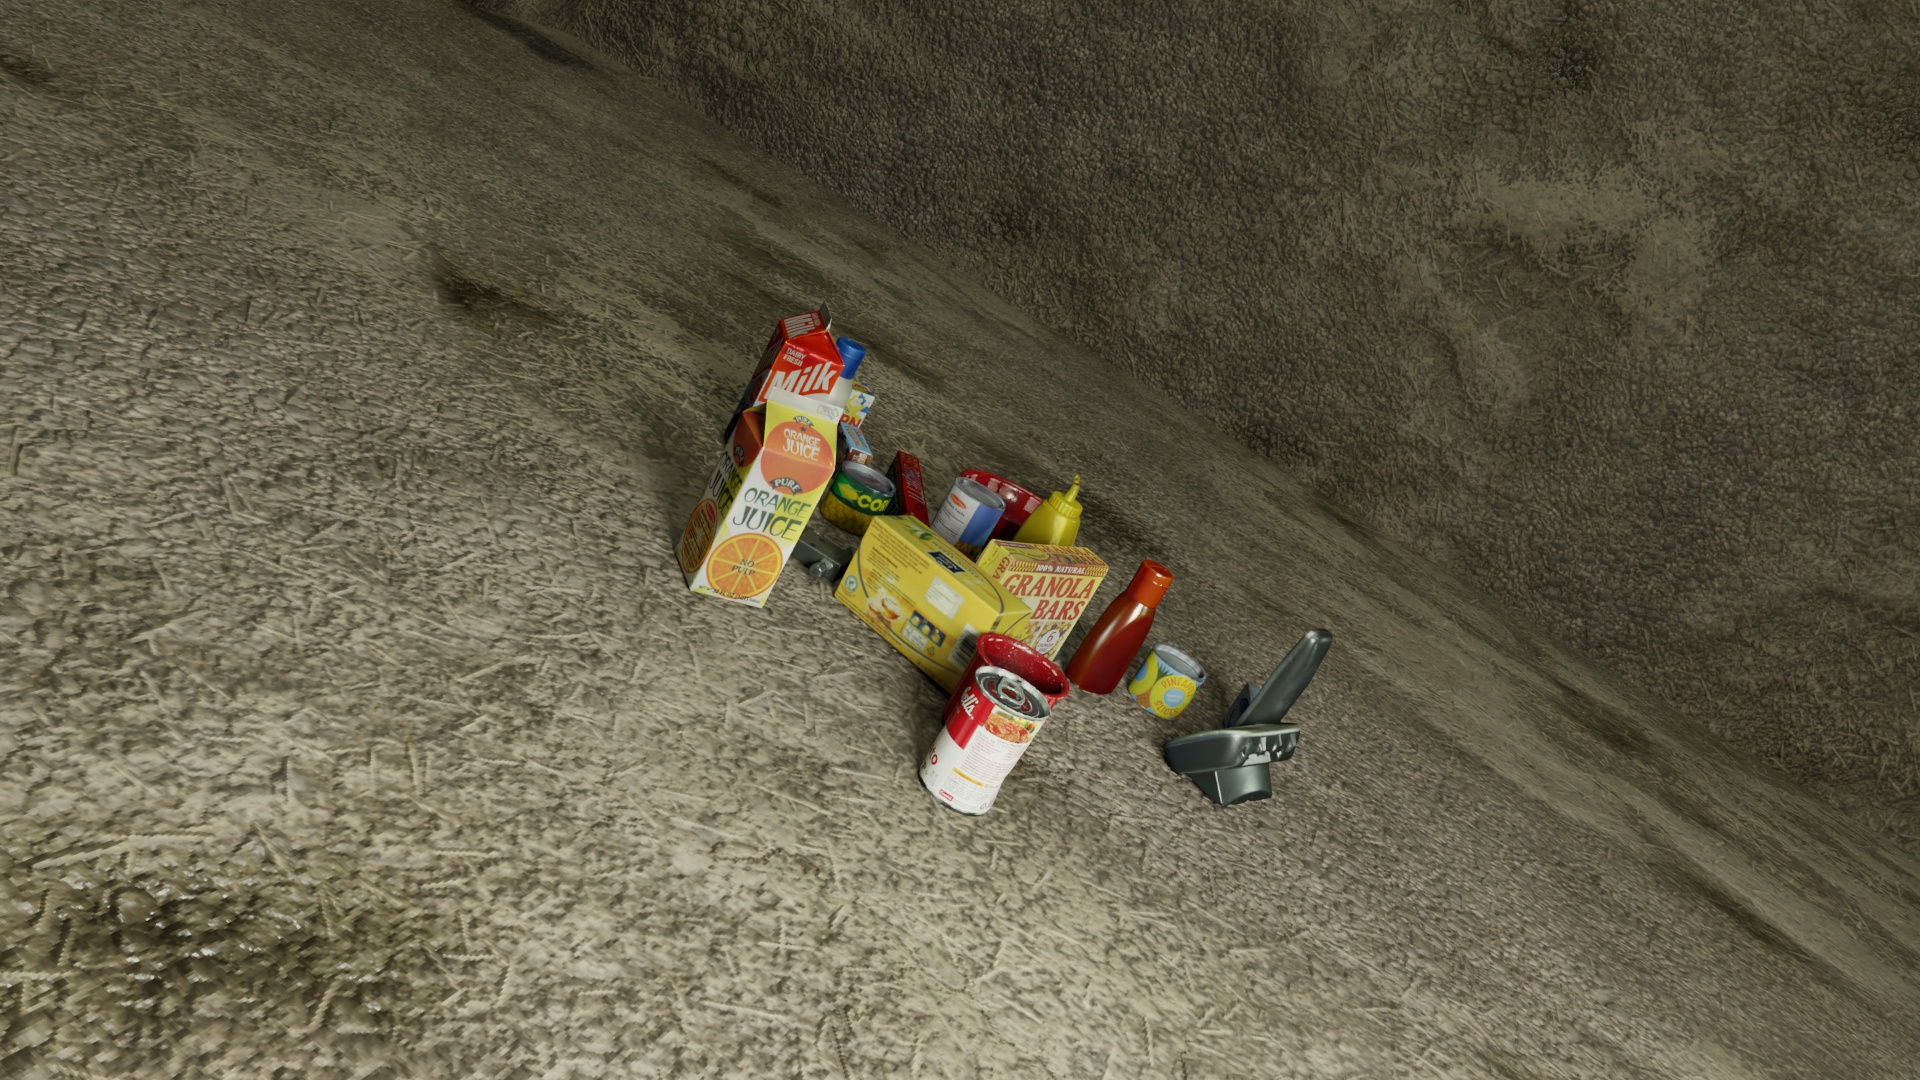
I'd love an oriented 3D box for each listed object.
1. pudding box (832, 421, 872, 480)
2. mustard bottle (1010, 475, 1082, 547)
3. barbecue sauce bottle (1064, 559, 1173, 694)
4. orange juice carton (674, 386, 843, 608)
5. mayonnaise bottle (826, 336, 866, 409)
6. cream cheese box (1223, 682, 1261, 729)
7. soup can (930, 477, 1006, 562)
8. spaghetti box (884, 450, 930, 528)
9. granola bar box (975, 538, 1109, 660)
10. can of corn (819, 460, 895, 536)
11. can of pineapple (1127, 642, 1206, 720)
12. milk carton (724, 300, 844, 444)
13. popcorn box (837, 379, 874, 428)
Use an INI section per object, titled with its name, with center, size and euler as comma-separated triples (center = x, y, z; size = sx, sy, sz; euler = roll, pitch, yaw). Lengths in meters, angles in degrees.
[pudding box]
center = -0.134, -0.102, 1.653
size = 0.030, 0.049, 0.084
euler = 21, 20, -24
[mustard bottle]
center = 0.098, -0.004, 1.566
size = 0.065, 0.159, 0.049
euler = 41, 21, 31
[barbecue sauce bottle]
center = 0.169, 0.090, 1.444
size = 0.065, 0.148, 0.044
euler = 12, 25, -43
[orange juice carton]
center = -0.174, -0.043, 1.215
size = 0.072, 0.192, 0.073
euler = 18, 22, -33
[mayonnaise bottle]
center = -0.159, -0.166, 1.629
size = 0.041, 0.147, 0.065
euler = 15, 23, -38
[cream cheese box]
center = 0.313, 0.200, 1.520
size = 0.024, 0.053, 0.104
euler = 29, 18, -1
[soup can]
center = 0.006, -0.020, 1.592
size = 0.071, 0.083, 0.071
euler = 27, 18, -9
[spaghetti box]
center = -0.063, -0.037, 1.588
size = 0.029, 0.050, 0.251
euler = 25, 19, -15
[granola bar box]
center = 0.062, 0.063, 1.396
size = 0.039, 0.123, 0.166
euler = 42, 22, 33
[can of corn]
center = -0.112, -0.044, 1.522
size = 0.071, 0.058, 0.071
euler = 26, 18, -9
[can of pineapple]
center = 0.223, 0.154, 1.501
size = 0.071, 0.057, 0.071
euler = 26, 18, -9
[milk carton]
center = -0.188, -0.173, 1.537
size = 0.073, 0.190, 0.072
euler = 22, 20, -23
[popcorn box]
center = -0.179, -0.165, 1.695
size = 0.127, 0.085, 0.038
euler = 15, 23, -37
